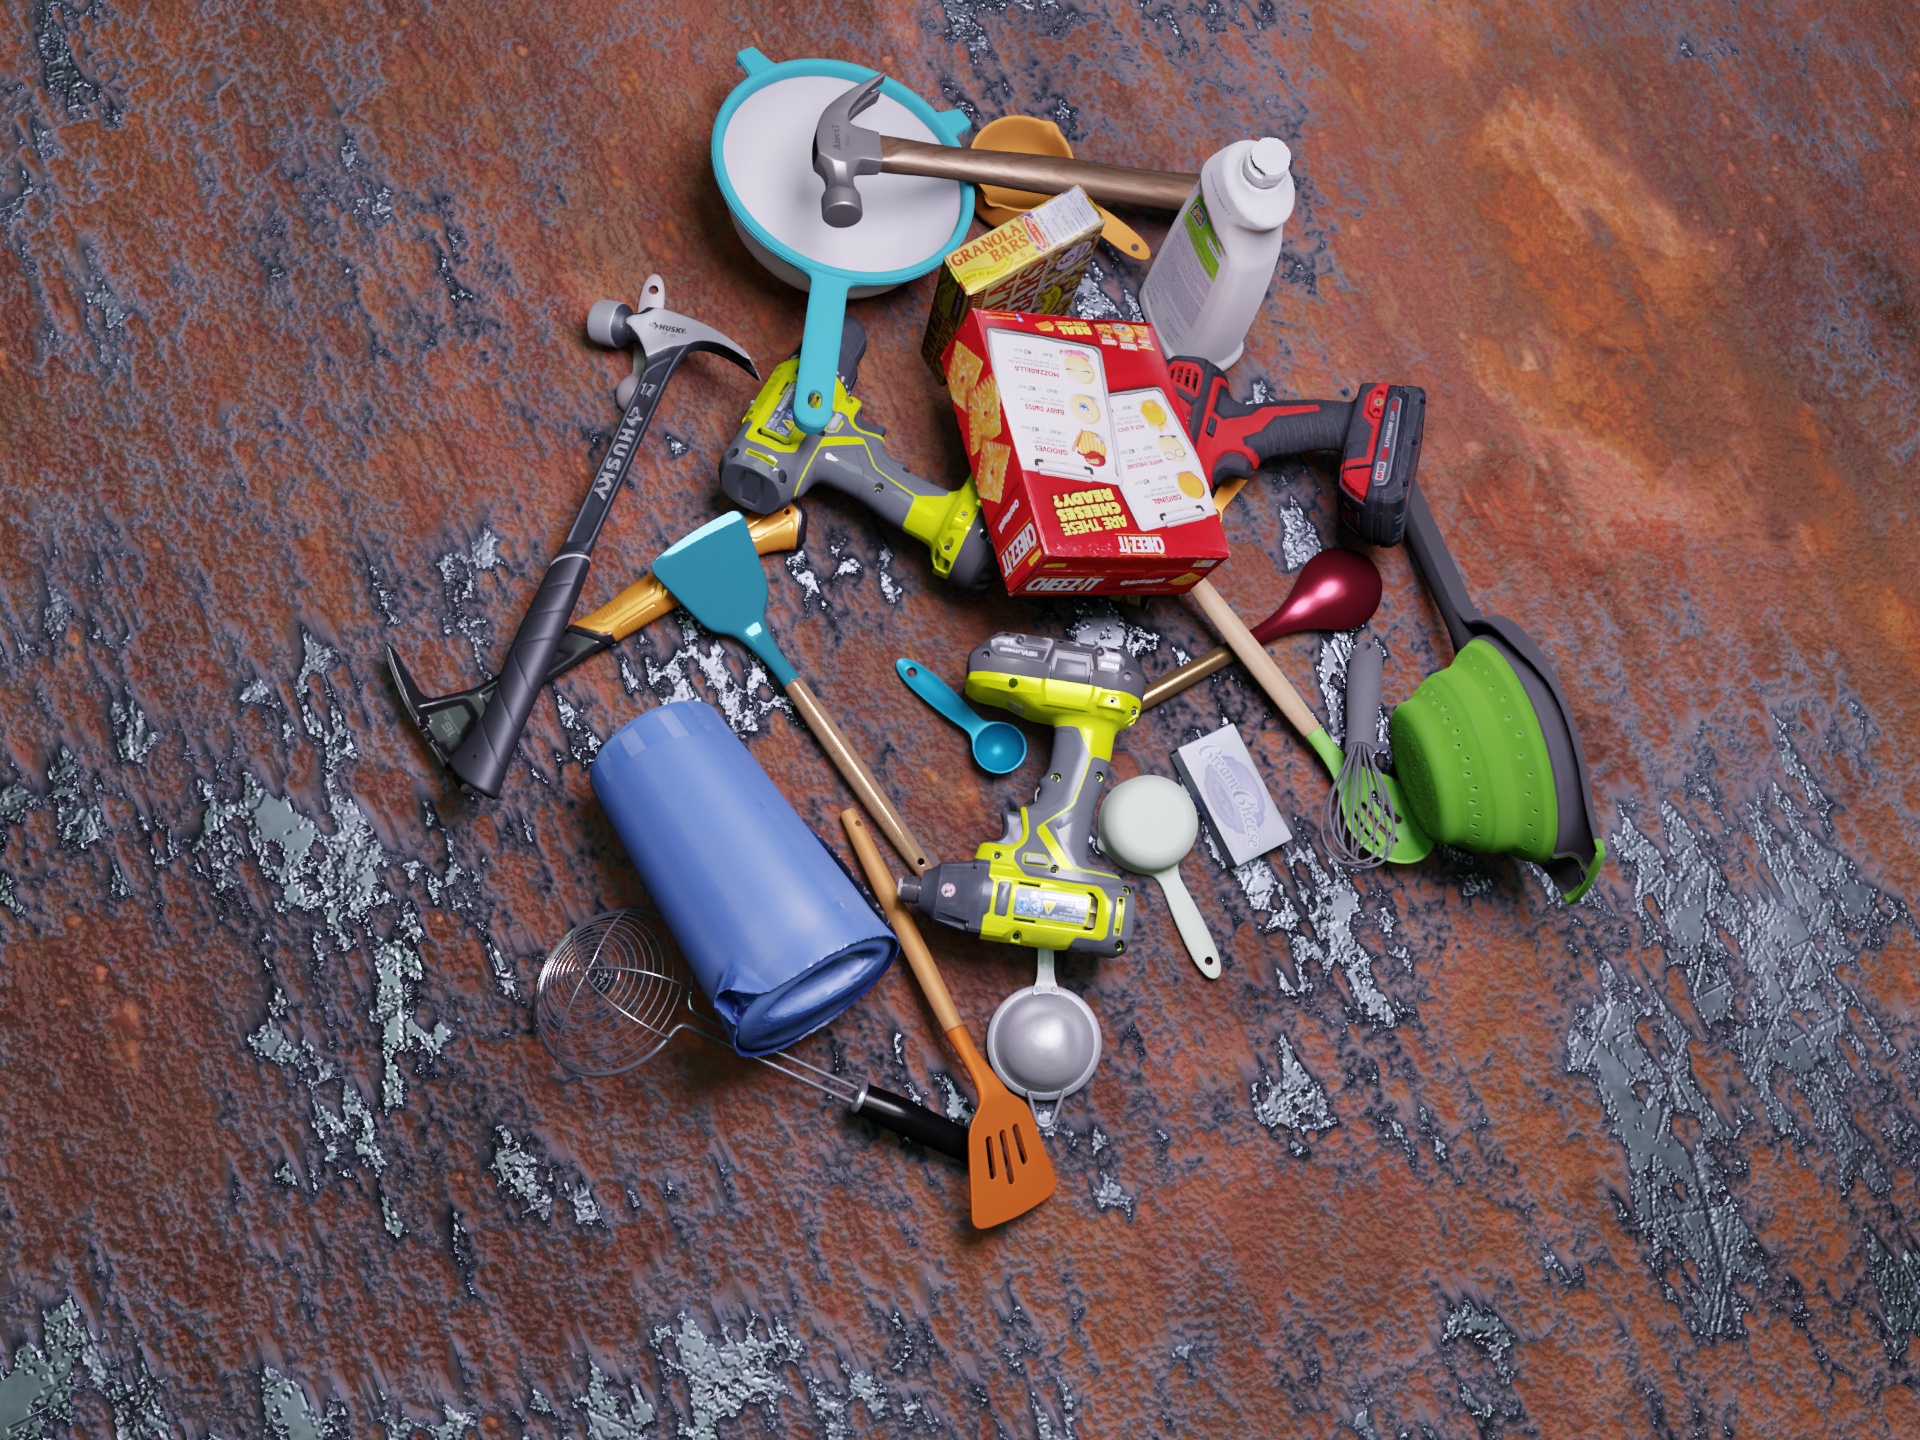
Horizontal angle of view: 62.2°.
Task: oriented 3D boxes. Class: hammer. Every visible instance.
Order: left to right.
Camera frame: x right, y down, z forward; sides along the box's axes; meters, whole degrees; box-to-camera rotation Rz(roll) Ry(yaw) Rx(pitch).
[{"bbox_3d":[-0.279,-0.132,1.188,0.149,0.036,0.409,14,72,16],"label":"hammer"},{"bbox_3d":[-0.268,-0.085,1.224,0.337,0.034,0.127,-33,85,-12],"label":"hammer"},{"bbox_3d":[0.044,-0.439,1.265,0.331,0.031,0.130,0,69,-20],"label":"hammer"}]

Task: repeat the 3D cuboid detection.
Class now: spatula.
[{"bbox_3d":[-0.114,-0.009,1.215,0.082,0.044,0.317,-35,88,-16],"label":"spatula"},{"bbox_3d":[-0.020,0.211,1.181,0.081,0.041,0.323,-14,68,-38],"label":"spatula"}]

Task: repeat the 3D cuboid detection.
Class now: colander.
[{"bbox_3d":[0.366,-0.040,1.232,0.094,0.204,0.397,-15,62,0],"label":"colander"}]

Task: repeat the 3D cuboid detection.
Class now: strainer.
[{"bbox_3d":[-0.107,-0.356,1.251,0.211,0.095,0.341,11,67,-15],"label":"strainer"},{"bbox_3d":[0.063,0.175,1.205,0.087,0.050,0.259,0,75,-2],"label":"strainer"}]

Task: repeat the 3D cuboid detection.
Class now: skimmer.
[{"bbox_3d":[-0.136,0.252,1.170,0.363,0.090,0.127,27,69,-11],"label":"skimmer"}]

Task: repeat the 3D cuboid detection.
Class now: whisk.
[{"bbox_3d":[0.309,0.021,1.219,0.055,0.055,0.239,19,48,-3],"label":"whisk"}]

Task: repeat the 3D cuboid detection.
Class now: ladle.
[{"bbox_3d":[0.210,-0.053,1.277,0.315,0.031,0.069,-29,84,-10],"label":"ladle"}]

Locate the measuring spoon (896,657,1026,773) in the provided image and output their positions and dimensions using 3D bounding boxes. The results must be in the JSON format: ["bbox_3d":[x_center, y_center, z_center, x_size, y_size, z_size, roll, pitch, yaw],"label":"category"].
[{"bbox_3d":[-0.002,-0.004,1.250,0.129,0.021,0.042,41,75,12],"label":"measuring spoon"}]

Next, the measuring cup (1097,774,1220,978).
[{"bbox_3d":[0.165,0.120,1.227,0.083,0.038,0.168,-22,79,-11],"label":"measuring cup"}]

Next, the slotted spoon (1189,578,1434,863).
[{"bbox_3d":[0.263,-0.013,1.257,0.070,0.031,0.314,-39,91,-25],"label":"slotted spoon"}]

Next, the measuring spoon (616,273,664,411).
[{"bbox_3d":[-0.254,-0.305,1.279,0.034,0.018,0.124,7,77,-5],"label":"measuring spoon"}]

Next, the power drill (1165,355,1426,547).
[{"bbox_3d":[0.247,-0.209,1.262,0.220,0.078,0.143,11,72,18],"label":"power drill"}]

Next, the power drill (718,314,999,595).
[{"bbox_3d":[-0.052,-0.213,1.246,0.228,0.080,0.191,26,59,0],"label":"power drill"}]

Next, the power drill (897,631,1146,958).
[{"bbox_3d":[0.051,0.055,1.184,0.171,0.080,0.223,9,77,0],"label":"power drill"}]

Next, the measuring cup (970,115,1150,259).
[{"bbox_3d":[0.082,-0.427,1.328,0.173,0.052,0.095,36,76,0],"label":"measuring cup"}]

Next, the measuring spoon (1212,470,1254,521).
[{"bbox_3d":[0.231,-0.205,1.321,0.021,0.011,0.117,34,73,2],"label":"measuring spoon"}]
